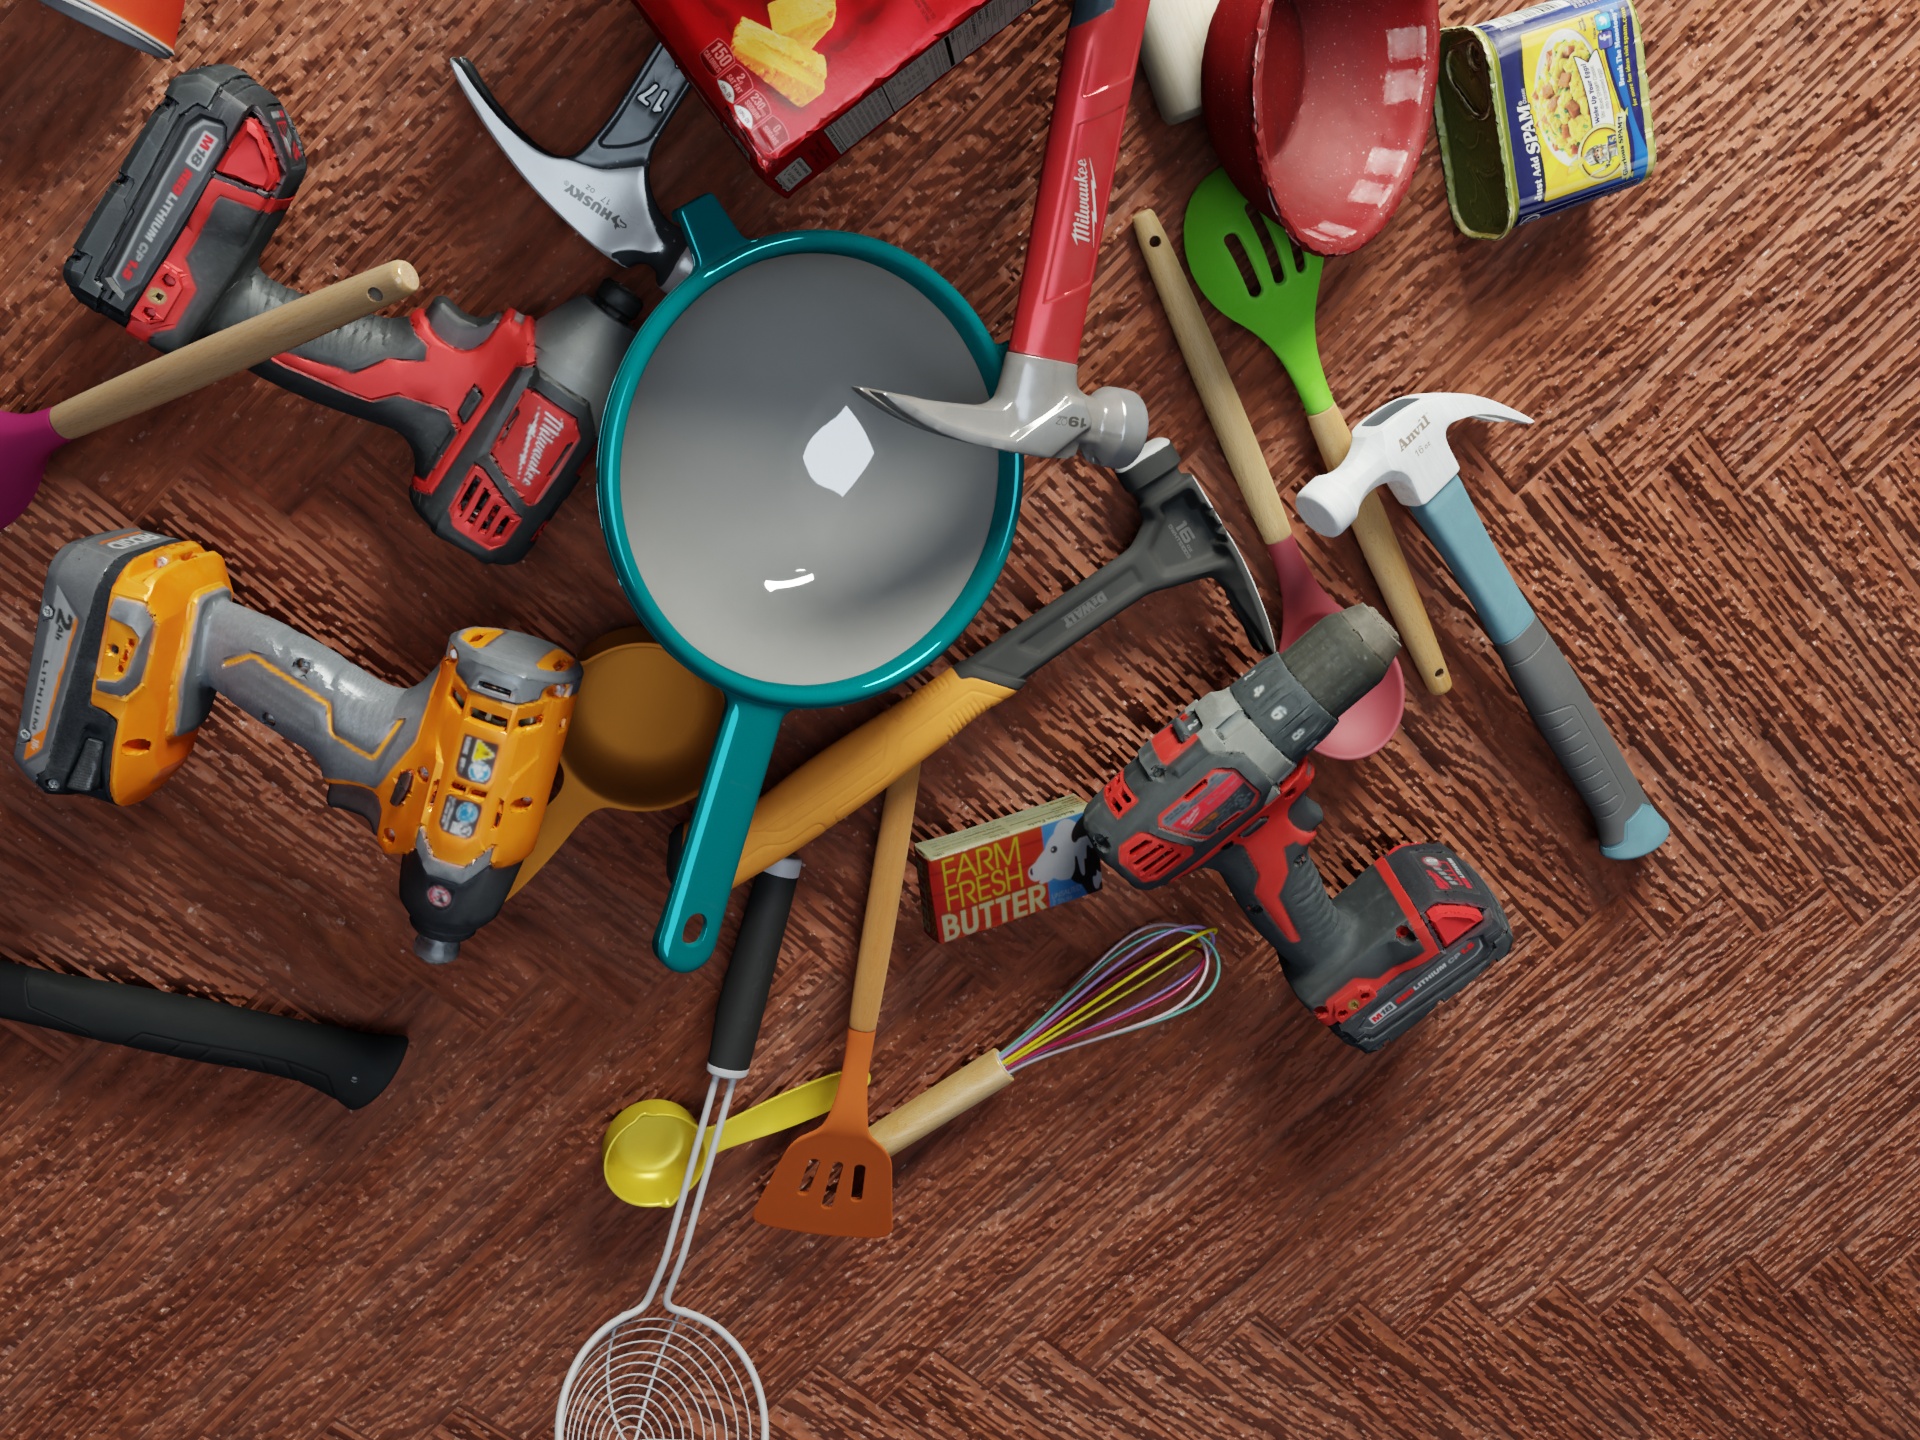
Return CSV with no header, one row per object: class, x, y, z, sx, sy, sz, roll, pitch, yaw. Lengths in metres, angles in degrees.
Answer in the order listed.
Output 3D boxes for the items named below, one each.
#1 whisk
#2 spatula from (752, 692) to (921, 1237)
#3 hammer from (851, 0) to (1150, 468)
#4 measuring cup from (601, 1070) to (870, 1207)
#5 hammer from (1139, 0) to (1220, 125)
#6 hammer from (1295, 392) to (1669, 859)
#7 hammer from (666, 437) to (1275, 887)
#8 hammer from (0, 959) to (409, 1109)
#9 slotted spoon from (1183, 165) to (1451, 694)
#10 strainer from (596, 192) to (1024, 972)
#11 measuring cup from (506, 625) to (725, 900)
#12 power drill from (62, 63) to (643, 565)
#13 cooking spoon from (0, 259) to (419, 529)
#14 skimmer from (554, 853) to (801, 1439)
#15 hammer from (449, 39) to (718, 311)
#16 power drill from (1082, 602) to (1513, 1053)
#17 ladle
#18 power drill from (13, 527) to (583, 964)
whisk,0.045,0.187,0.911,0.245,0.047,0.051,-33,100,6
spatula,-0.051,0.142,0.872,0.081,0.041,0.322,9,98,-8
hammer,0.052,-0.309,0.684,0.143,0.038,0.386,3,104,-32
measuring cup,-0.127,0.225,0.901,0.156,0.029,0.062,-18,110,-17
hammer,0.018,-0.456,0.686,0.146,0.038,0.410,-27,112,0
hammer,0.309,-0.040,0.876,0.128,0.033,0.330,-45,116,-11
hammer,-0.001,-0.003,0.819,0.337,0.034,0.127,-34,102,-2
hammer,-0.450,0.136,0.797,0.334,0.035,0.146,16,105,-16
slotted spoon,0.201,-0.142,0.835,0.070,0.031,0.313,-31,113,-3
strainer,-0.099,-0.056,0.746,0.210,0.095,0.340,14,96,-35
measuring cup,-0.187,0.026,0.803,0.095,0.052,0.173,41,100,-20
power drill,-0.256,-0.181,0.706,0.219,0.079,0.143,33,101,-23
cooking spoon,-0.358,-0.133,0.668,0.319,0.017,0.068,-15,127,19
skimmer,-0.124,0.253,0.840,0.127,0.090,0.363,12,95,-38
hammer,-0.061,-0.382,0.671,0.149,0.036,0.409,32,107,-17
power drill,0.200,0.057,0.851,0.188,0.080,0.226,-42,117,15
ladle,0.156,-0.118,0.834,0.069,0.031,0.315,-26,110,3
power drill,-0.304,0.015,0.738,0.226,0.084,0.164,18,105,-3
